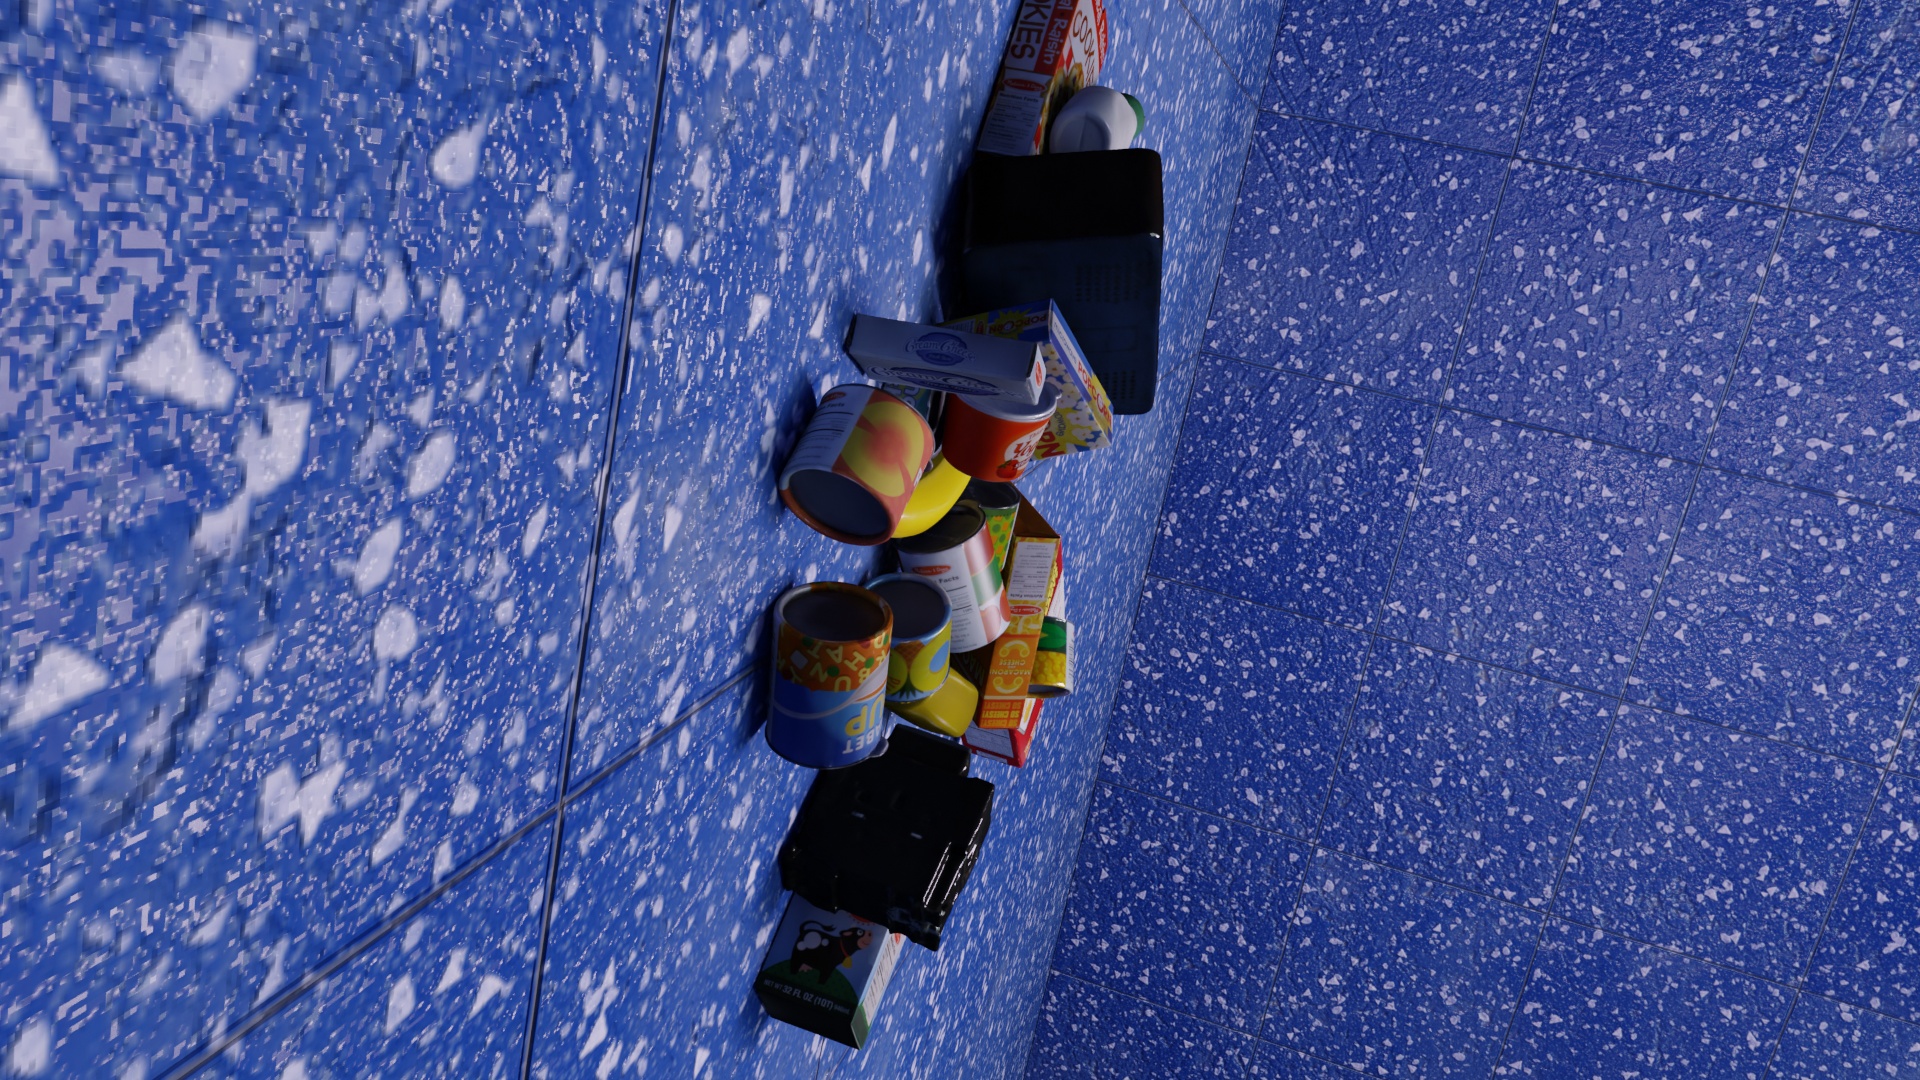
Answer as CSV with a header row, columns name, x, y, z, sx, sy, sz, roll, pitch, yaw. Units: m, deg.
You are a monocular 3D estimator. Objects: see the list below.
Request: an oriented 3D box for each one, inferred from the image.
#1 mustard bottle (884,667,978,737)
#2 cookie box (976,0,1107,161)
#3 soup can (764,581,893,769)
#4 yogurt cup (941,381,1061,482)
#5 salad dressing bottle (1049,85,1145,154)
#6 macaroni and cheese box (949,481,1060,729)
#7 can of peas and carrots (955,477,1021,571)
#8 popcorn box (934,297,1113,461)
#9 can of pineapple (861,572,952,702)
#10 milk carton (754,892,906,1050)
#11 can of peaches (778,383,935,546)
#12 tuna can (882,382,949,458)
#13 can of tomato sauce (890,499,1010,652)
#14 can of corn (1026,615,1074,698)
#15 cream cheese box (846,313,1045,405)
name,x,y,z,sx,sy,sz,roll,pitch,yaw
mustard bottle,-0.030,0.106,1.010,0.160,0.065,0.049,56,54,-70
cookie box,0.061,-0.313,0.970,0.122,0.040,0.168,59,47,-73
soup can,-0.071,0.075,0.771,0.072,0.071,0.083,-54,156,-58
yogurt cup,0.021,-0.073,0.863,0.073,0.072,0.053,-56,166,-56
salad dressing bottle,0.100,-0.289,0.976,0.148,0.044,0.064,-53,155,-62
macaroni and cheese box,0.026,0.048,1.109,0.124,0.040,0.165,-126,-137,-61
can of peas and carrots,0.004,-0.013,1.014,0.071,0.071,0.058,-49,154,-64
popcorn box,0.044,-0.105,0.941,0.126,0.085,0.038,51,35,-50
can of pineapple,-0.040,0.064,0.908,0.071,0.071,0.057,-62,162,-45
milk carton,-0.070,0.246,0.978,0.073,0.072,0.191,87,23,-55
can of peaches,-0.052,-0.037,0.725,0.071,0.071,0.058,88,22,-54
tuna can,-0.026,-0.087,0.868,0.071,0.033,0.071,13,92,-78
can of tomato sauce,-0.005,0.024,0.958,0.071,0.071,0.082,-59,140,-52
can of corn,0.060,0.098,1.165,0.071,0.071,0.058,66,25,-71
cream cheese box,-0.007,-0.100,0.774,0.053,0.104,0.024,52,50,-76
